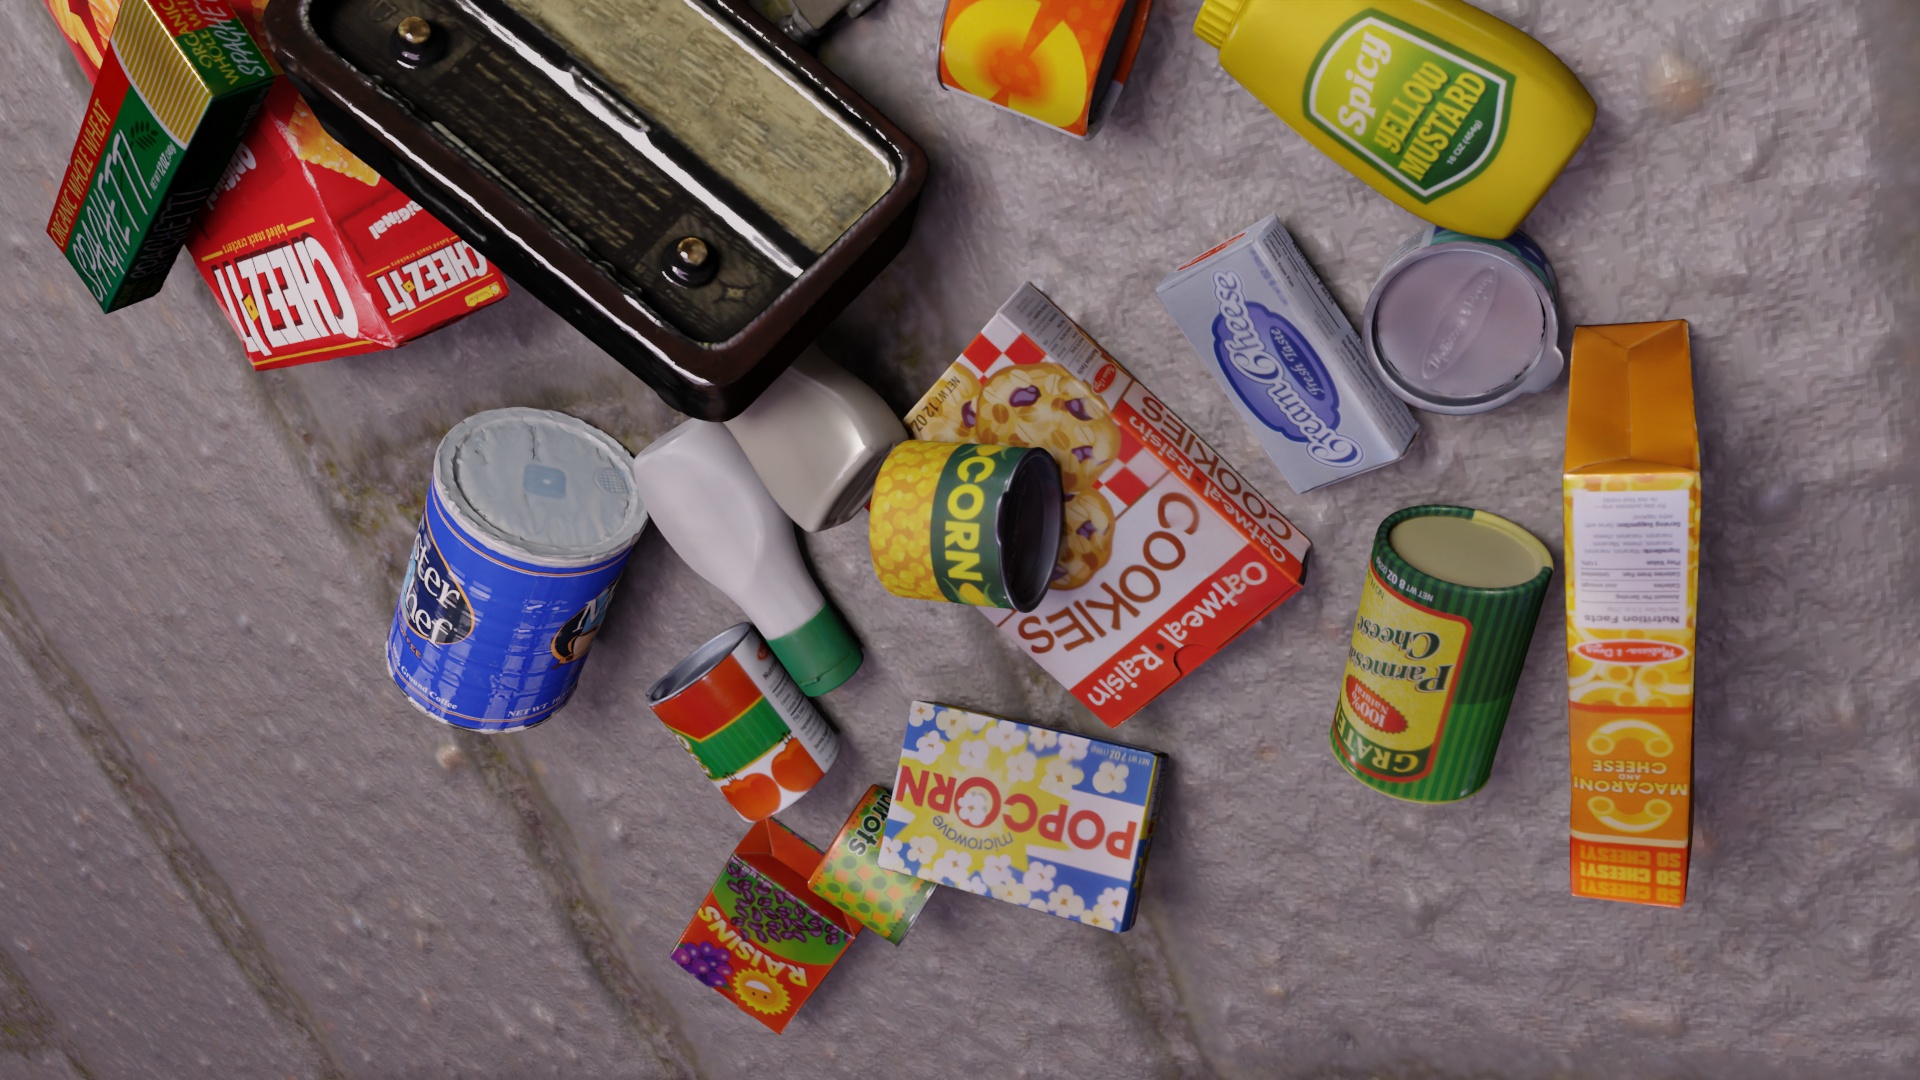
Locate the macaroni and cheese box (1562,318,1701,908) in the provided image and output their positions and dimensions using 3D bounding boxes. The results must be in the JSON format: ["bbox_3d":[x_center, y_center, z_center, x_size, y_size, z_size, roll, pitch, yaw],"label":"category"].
[{"bbox_3d":[0.235,0.023,0.486,0.040,0.124,0.165,0,119,26],"label":"macaroni and cheese box"}]

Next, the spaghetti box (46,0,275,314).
[{"bbox_3d":[-0.348,-0.160,0.594,0.249,0.029,0.050,-18,107,49],"label":"spaghetti box"}]

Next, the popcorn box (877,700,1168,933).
[{"bbox_3d":[0.030,0.131,0.674,0.127,0.038,0.085,10,85,19],"label":"popcorn box"}]

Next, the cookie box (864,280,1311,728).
[{"bbox_3d":[0.048,-0.010,0.605,0.167,0.040,0.122,42,127,-4],"label":"cookie box"}]

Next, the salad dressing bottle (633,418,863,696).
[{"bbox_3d":[-0.101,0.010,0.685,0.064,0.044,0.147,-22,109,31],"label":"salad dressing bottle"}]

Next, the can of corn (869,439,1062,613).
[{"bbox_3d":[0.002,-0.007,0.559,0.058,0.071,0.070,5,121,24],"label":"can of corn"}]

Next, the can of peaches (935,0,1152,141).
[{"bbox_3d":[0.031,-0.184,0.491,0.058,0.071,0.070,24,126,9],"label":"can of peaches"}]

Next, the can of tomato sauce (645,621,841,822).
[{"bbox_3d":[-0.114,0.096,0.727,0.071,0.071,0.083,-27,106,34],"label":"can of tomato sauce"}]

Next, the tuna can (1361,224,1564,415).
[{"bbox_3d":[0.184,-0.081,0.505,0.071,0.033,0.070,12,123,18],"label":"tuna can"}]

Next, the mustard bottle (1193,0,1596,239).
[{"bbox_3d":[0.130,-0.164,0.469,0.160,0.049,0.065,31,124,4],"label":"mustard bottle"}]

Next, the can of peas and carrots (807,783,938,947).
[{"bbox_3d":[-0.039,0.170,0.739,0.059,0.071,0.070,32,127,5],"label":"can of peas and carrots"}]

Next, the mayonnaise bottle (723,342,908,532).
[{"bbox_3d":[-0.089,-0.076,0.604,0.148,0.041,0.064,49,124,15],"label":"mayonnaise bottle"}]

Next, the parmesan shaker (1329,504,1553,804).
[{"bbox_3d":[0.189,0.044,0.559,0.071,0.072,0.102,13,123,17],"label":"parmesan shaker"}]

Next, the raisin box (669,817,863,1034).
[{"bbox_3d":[-0.112,0.231,0.826,0.086,0.040,0.122,34,128,1],"label":"raisin box"}]

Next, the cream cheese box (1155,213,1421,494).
[{"bbox_3d":[0.126,-0.069,0.535,0.103,0.024,0.053,52,144,-11],"label":"cream cheese box"}]
